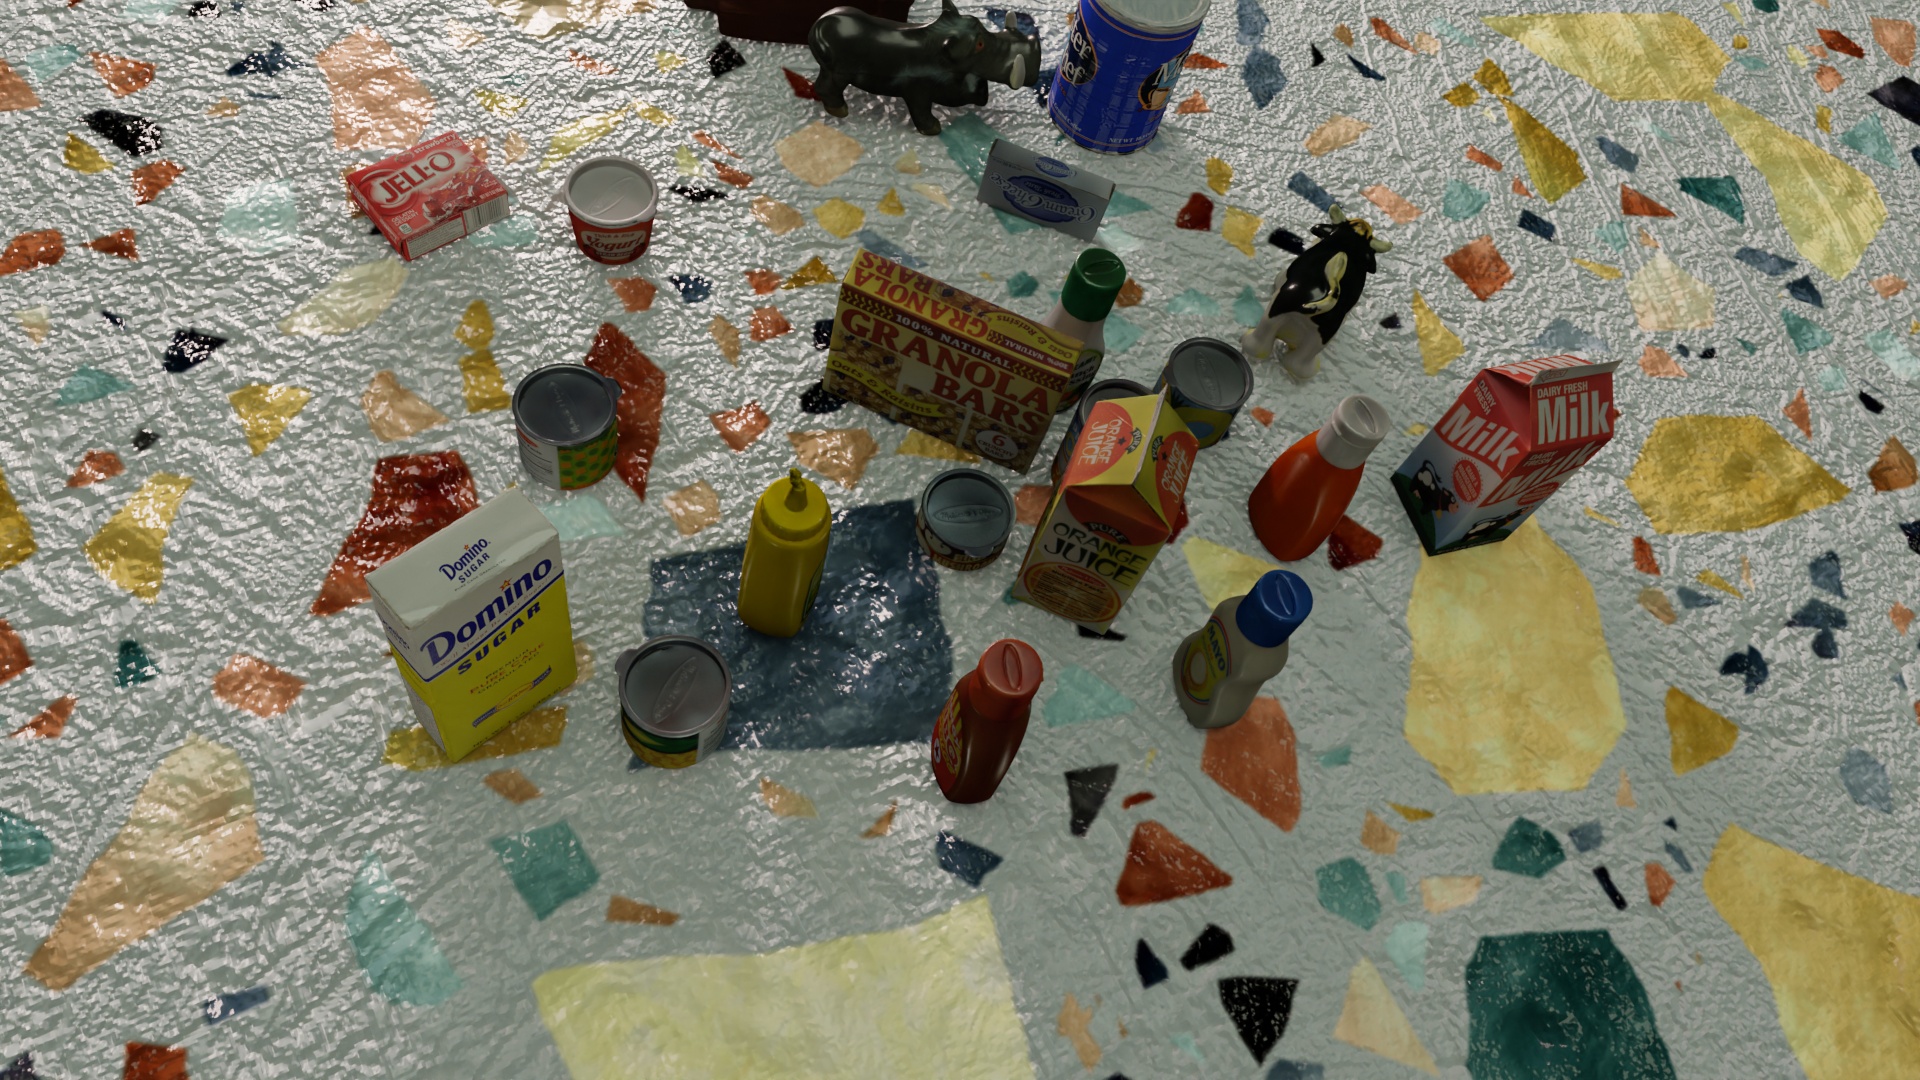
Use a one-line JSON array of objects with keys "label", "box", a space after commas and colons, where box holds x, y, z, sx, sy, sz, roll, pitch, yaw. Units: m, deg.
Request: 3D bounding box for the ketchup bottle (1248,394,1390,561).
[{"label": "ketchup bottle", "box": [0.251, -0.045, 0.972, 0.043, 0.148, 0.065, -13, 64, -19]}]

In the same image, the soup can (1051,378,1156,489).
[{"label": "soup can", "box": [0.103, -0.064, 0.988, 0.071, 0.083, 0.071, 6, 60, -9]}]

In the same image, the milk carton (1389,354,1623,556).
[{"label": "milk carton", "box": [0.392, -0.069, 0.993, 0.072, 0.189, 0.074, -10, 63, -18]}]

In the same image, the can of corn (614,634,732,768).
[{"label": "can of corn", "box": [-0.176, 0.098, 0.846, 0.071, 0.058, 0.071, 6, 60, -9]}]

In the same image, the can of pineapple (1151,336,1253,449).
[{"label": "can of pineapple", "box": [0.178, -0.111, 1.047, 0.071, 0.057, 0.071, 6, 60, -9]}]

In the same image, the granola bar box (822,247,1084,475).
[{"label": "granola bar box", "box": [-0.009, -0.121, 0.972, 0.165, 0.123, 0.039, 23, 58, 1]}]

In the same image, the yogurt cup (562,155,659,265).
[{"label": "yogurt cup", "box": [-0.258, -0.242, 1.028, 0.072, 0.053, 0.073, 6, 60, -9]}]

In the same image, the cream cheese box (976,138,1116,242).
[{"label": "cream cheese box", "box": [0.069, -0.283, 1.125, 0.104, 0.053, 0.024, 20, 58, -1]}]

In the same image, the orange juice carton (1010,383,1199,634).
[{"label": "orange juice carton", "box": [0.096, -0.021, 0.897, 0.073, 0.191, 0.072, 23, 58, 1]}]

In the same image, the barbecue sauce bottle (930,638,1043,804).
[{"label": "barbecue sauce bottle", "box": [0.016, 0.106, 0.832, 0.044, 0.147, 0.065, -1, 61, -13]}]

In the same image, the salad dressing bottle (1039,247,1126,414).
[{"label": "salad dressing bottle", "box": [0.080, -0.148, 0.994, 0.064, 0.147, 0.044, -17, 66, -21]}]

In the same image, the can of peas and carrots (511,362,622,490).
[{"label": "can of peas and carrots", "box": [-0.261, -0.076, 0.928, 0.071, 0.058, 0.071, 6, 60, -9]}]

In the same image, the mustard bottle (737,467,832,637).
[{"label": "mustard bottle", "box": [-0.106, 0.003, 0.857, 0.049, 0.159, 0.065, 18, 59, -2]}]

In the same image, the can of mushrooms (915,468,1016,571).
[{"label": "can of mushrooms", "box": [0.003, -0.012, 0.965, 0.071, 0.033, 0.071, 6, 59, -9]}]

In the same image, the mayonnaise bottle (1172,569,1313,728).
[{"label": "mayonnaise bottle", "box": [0.180, 0.068, 0.891, 0.041, 0.147, 0.065, -5, 62, -15]}]
